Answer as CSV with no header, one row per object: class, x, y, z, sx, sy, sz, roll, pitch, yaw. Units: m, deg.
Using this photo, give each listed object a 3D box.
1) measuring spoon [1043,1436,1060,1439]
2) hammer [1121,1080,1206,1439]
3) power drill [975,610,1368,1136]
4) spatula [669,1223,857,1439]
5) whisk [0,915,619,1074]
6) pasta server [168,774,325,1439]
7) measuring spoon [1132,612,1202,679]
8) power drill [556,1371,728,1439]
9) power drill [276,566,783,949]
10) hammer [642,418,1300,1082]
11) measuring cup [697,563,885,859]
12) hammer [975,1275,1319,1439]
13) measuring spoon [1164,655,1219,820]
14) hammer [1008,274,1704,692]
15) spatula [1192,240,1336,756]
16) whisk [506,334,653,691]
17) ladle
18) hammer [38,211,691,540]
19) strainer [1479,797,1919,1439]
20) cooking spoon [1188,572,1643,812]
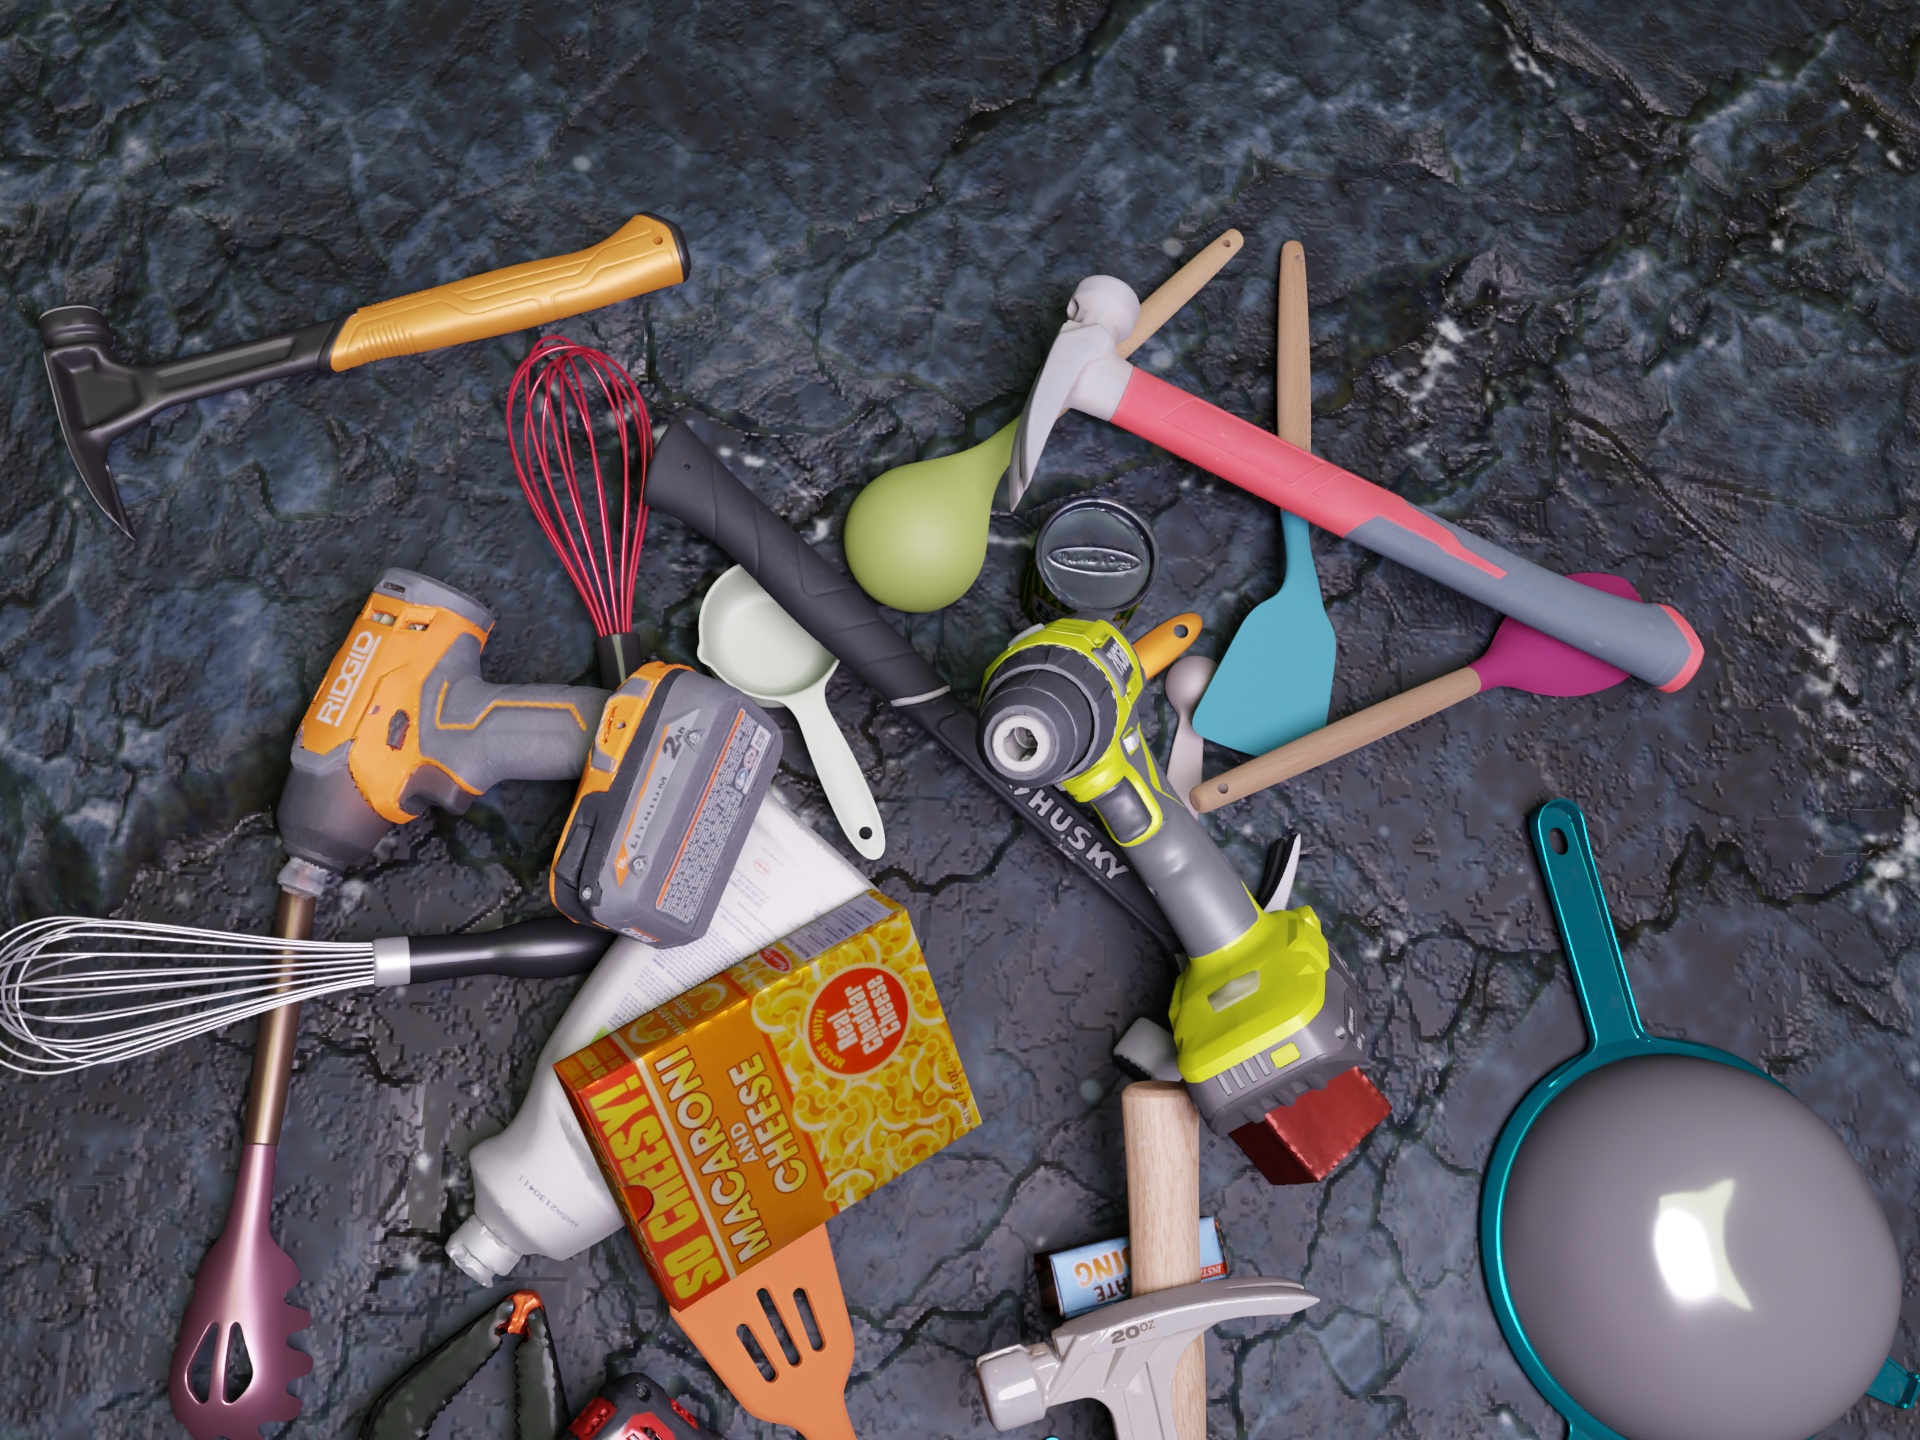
measuring spoon,0.021,0.396,0.733,0.042,0.021,0.129,22,64,7
hammer,0.097,0.330,0.714,0.130,0.031,0.331,-1,88,-9
power drill,0.085,0.060,0.701,0.080,0.190,0.228,-32,92,15
spatula,-0.021,0.379,0.703,0.081,0.041,0.323,-26,69,-23
whisk,-0.297,0.114,0.734,0.284,0.070,0.070,-2,74,-24
pasta server,-0.324,0.173,0.751,0.060,0.040,0.316,2,70,-6
measuring spoon,0.087,-0.024,0.860,0.117,0.011,0.021,-36,81,-15
power drill,-0.146,0.417,0.656,0.188,0.080,0.227,47,62,-6
power drill,-0.214,0.030,0.740,0.226,0.084,0.164,16,75,23
hammer,-0.001,-0.003,0.803,0.409,0.036,0.149,43,74,-2
measuring cup,-0.079,-0.003,0.825,0.083,0.038,0.167,-23,84,-14
hammer,0.114,0.427,0.678,0.149,0.037,0.359,-12,89,-9
measuring spoon,0.122,0.022,0.847,0.034,0.018,0.124,11,74,-4
hammer,0.214,-0.095,0.839,0.386,0.038,0.143,25,63,-5
spatula,0.179,-0.134,0.892,0.082,0.044,0.318,15,65,-21
whisk,-0.179,-0.060,0.817,0.073,0.073,0.296,-10,81,-9
ladle,0.056,-0.178,0.892,0.078,0.062,0.320,42,67,6
hammer,-0.307,-0.204,0.855,0.337,0.034,0.127,-19,76,-11
strainer,0.357,0.197,0.783,0.211,0.095,0.340,-10,77,-9
cooking spoon,0.255,-0.013,0.851,0.319,0.017,0.069,-22,77,-21
